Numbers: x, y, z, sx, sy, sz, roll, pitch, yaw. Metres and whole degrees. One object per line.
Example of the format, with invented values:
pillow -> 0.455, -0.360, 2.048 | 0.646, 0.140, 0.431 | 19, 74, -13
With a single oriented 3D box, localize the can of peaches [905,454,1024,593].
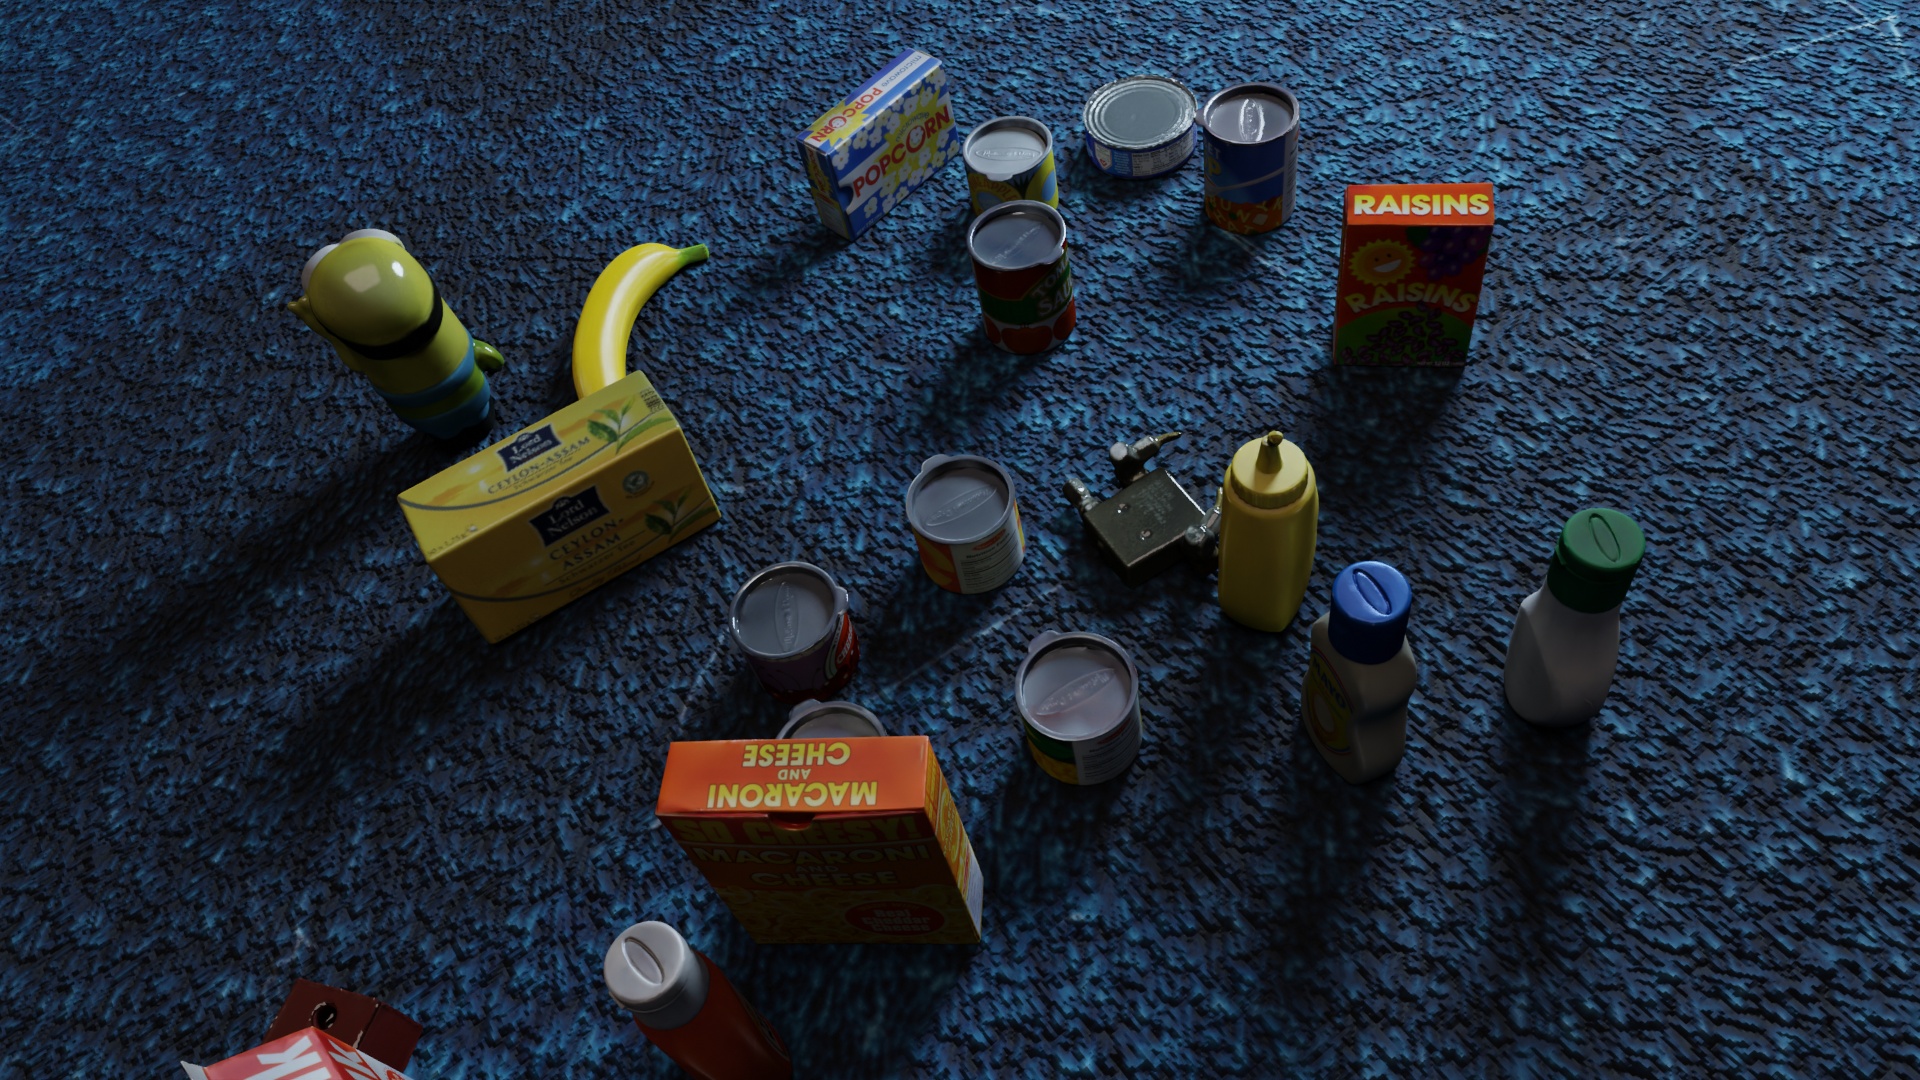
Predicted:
can of peaches -> 0.003, -0.011, 0.848 | 0.071, 0.057, 0.071 | -5, 54, 7

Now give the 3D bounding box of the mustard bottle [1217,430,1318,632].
mustard bottle -> 0.167, -0.012, 0.754 | 0.049, 0.159, 0.065 | 16, 59, 21

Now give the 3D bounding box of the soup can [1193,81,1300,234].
soup can -> 0.201, -0.268, 0.979 | 0.071, 0.083, 0.072 | -5, 54, 7

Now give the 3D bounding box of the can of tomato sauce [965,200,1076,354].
can of tomato sauce -> 0.044, -0.177, 0.944 | 0.071, 0.082, 0.071 | -5, 54, 7

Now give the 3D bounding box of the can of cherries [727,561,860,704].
can of cherries -> -0.094, 0.055, 0.819 | 0.071, 0.058, 0.072 | -5, 54, 7

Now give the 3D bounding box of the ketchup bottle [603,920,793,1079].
ketchup bottle -> -0.124, 0.222, 0.649 | 0.044, 0.148, 0.065 | -42, 58, -18

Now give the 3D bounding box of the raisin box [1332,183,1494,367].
raisin box -> 0.279, -0.164, 0.864 | 0.086, 0.122, 0.040 | 3, 56, 13

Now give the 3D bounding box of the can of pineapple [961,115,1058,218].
can of pineapple -> 0.037, -0.269, 1.027 | 0.071, 0.057, 0.071 | -5, 54, 7

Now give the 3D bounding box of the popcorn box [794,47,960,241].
popcorn box -> -0.060, -0.300, 1.051 | 0.038, 0.084, 0.127 | 33, 67, 29

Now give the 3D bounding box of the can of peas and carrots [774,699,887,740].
can of peas and carrots -> -0.067, 0.129, 0.761 | 0.071, 0.058, 0.071 | -5, 54, 7

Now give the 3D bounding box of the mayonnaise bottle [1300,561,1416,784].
mayonnaise bottle -> 0.201, 0.065, 0.700 | 0.041, 0.147, 0.065 | -23, 54, -6

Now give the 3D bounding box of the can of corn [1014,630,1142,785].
can of corn -> 0.065, 0.091, 0.763 | 0.071, 0.058, 0.071 | -5, 54, 7

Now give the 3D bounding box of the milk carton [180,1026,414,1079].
milk carton -> -0.273, 0.279, 0.611 | 0.074, 0.189, 0.072 | -41, 58, -17

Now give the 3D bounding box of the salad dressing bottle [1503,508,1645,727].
salad dressing bottle -> 0.307, 0.041, 0.697 | 0.044, 0.147, 0.064 | -10, 54, 4

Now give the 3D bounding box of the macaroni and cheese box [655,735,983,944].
macaroni and cheese box -> -0.061, 0.151, 0.677 | 0.124, 0.165, 0.040 | -3, 55, 9
